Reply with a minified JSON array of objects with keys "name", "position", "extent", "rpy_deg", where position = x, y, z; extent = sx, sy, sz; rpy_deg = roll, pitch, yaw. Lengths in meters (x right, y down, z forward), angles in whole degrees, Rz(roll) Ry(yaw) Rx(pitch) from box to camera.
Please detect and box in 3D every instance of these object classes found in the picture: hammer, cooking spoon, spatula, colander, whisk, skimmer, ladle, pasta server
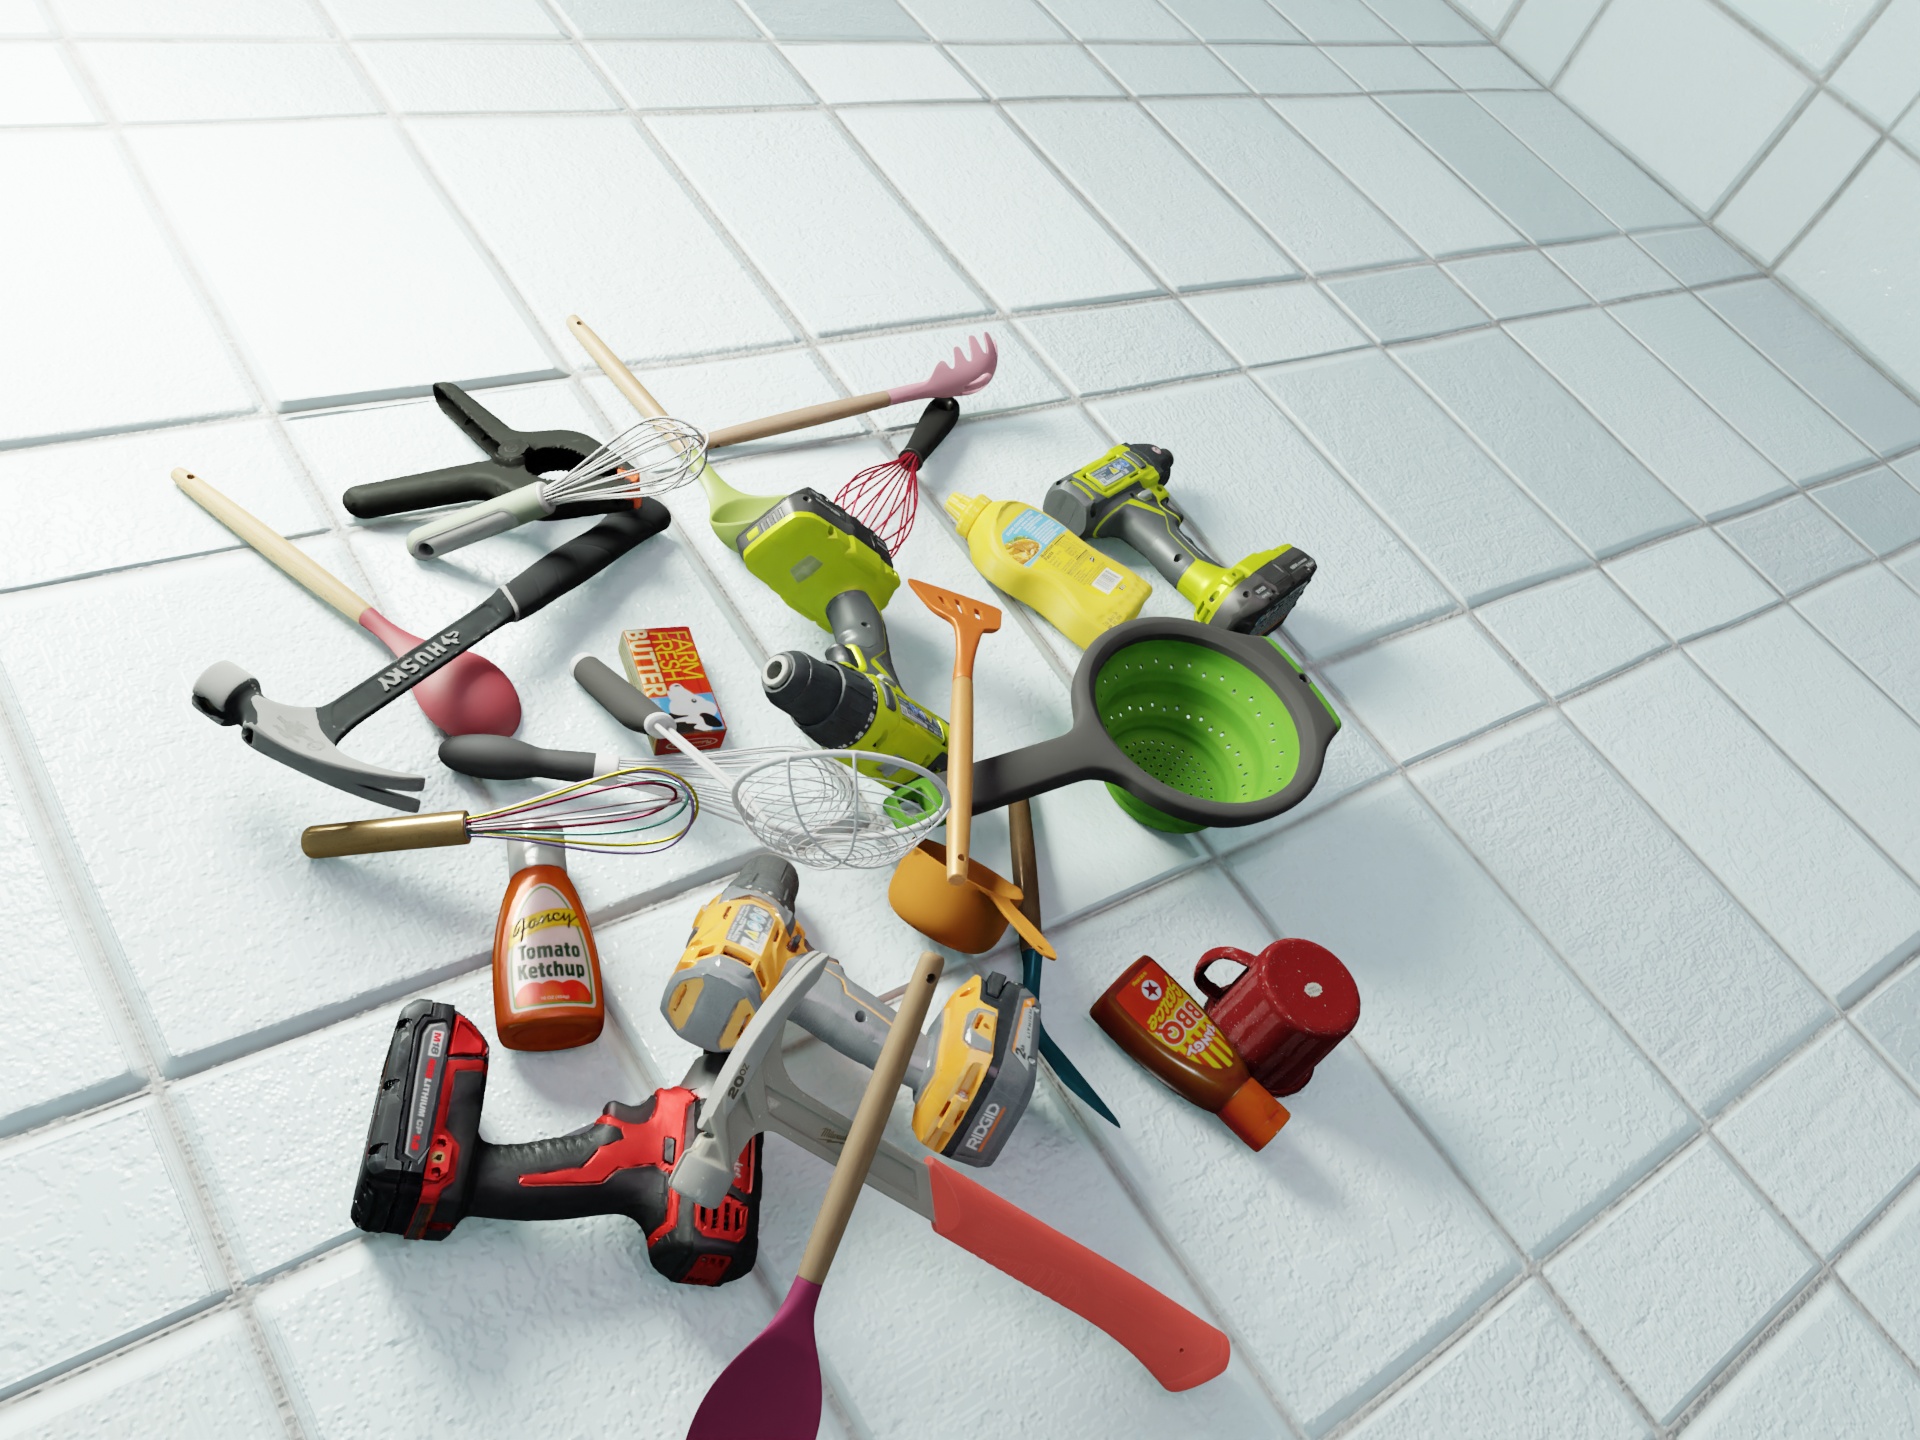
[{"name":"hammer","position":[-0.323,-0.072,1.109],"extent":[0.149,0.036,0.409],"rpy_deg":[32,37,7]},{"name":"cooking spoon","position":[-0.071,0.276,0.856],"extent":[0.068,0.017,0.319],"rpy_deg":[25,79,-17]},{"name":"spatula","position":[-0.002,-0.004,1.140],"extent":[0.081,0.041,0.323],"rpy_deg":[18,42,-15]},{"name":"colander","position":[0.108,0.041,1.218],"extent":[0.397,0.094,0.205],"rpy_deg":[-16,57,-30]},{"name":"whisk","position":[-0.291,-0.162,1.144],"extent":[0.246,0.057,0.059],"rpy_deg":[-18,43,13]},{"name":"whisk","position":[-0.050,-0.221,1.398],"extent":[0.073,0.073,0.296],"rpy_deg":[28,39,-1]},{"name":"whisk","position":[-0.286,0.060,0.992],"extent":[0.245,0.047,0.051],"rpy_deg":[-6,50,-3]},{"name":"skimmer","position":[-0.149,0.001,1.024],"extent":[0.127,0.090,0.364],"rpy_deg":[29,1,-45]},{"name":"ladle","position":[-0.240,-0.249,1.330],"extent":[0.078,0.062,0.320],"rpy_deg":[-26,63,-33]},{"name":"whisk","position":[-0.211,0.039,1.091],"extent":[0.284,0.070,0.070],"rpy_deg":[7,49,-14]},{"name":"spatula","position":[0.059,0.143,1.135],"extent":[0.082,0.044,0.318],"rpy_deg":[45,28,-39]},{"name":"ladle","position":[-0.434,-0.087,1.113],"extent":[0.315,0.031,0.069],"rpy_deg":[35,43,9]},{"name":"hammer","position":[0.018,0.282,0.920],"extent":[0.359,0.037,0.149],"rpy_deg":[34,76,-17]},{"name":"pasta server","position":[-0.093,-0.290,1.430],"extent":[0.316,0.060,0.040],"rpy_deg":[-20,71,-27]}]

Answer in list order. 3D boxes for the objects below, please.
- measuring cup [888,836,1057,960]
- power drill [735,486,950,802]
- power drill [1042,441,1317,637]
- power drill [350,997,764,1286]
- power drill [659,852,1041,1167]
[{"name":"measuring cup","position":[0.011,0.137,1.059],"extent":[0.095,0.052,0.174],"rpy_deg":[25,8,-31]},{"name":"power drill","position":[-0.092,-0.060,1.172],"extent":[0.190,0.080,0.229],"rpy_deg":[33,29,-48]},{"name":"power drill","position":[0.207,-0.168,1.462],"extent":[0.223,0.080,0.171],"rpy_deg":[41,46,17]},{"name":"power drill","position":[-0.217,0.233,0.901],"extent":[0.219,0.078,0.143],"rpy_deg":[14,48,-19]},{"name":"power drill","position":[-0.065,0.171,1.012],"extent":[0.226,0.084,0.185],"rpy_deg":[25,21,-5]}]
